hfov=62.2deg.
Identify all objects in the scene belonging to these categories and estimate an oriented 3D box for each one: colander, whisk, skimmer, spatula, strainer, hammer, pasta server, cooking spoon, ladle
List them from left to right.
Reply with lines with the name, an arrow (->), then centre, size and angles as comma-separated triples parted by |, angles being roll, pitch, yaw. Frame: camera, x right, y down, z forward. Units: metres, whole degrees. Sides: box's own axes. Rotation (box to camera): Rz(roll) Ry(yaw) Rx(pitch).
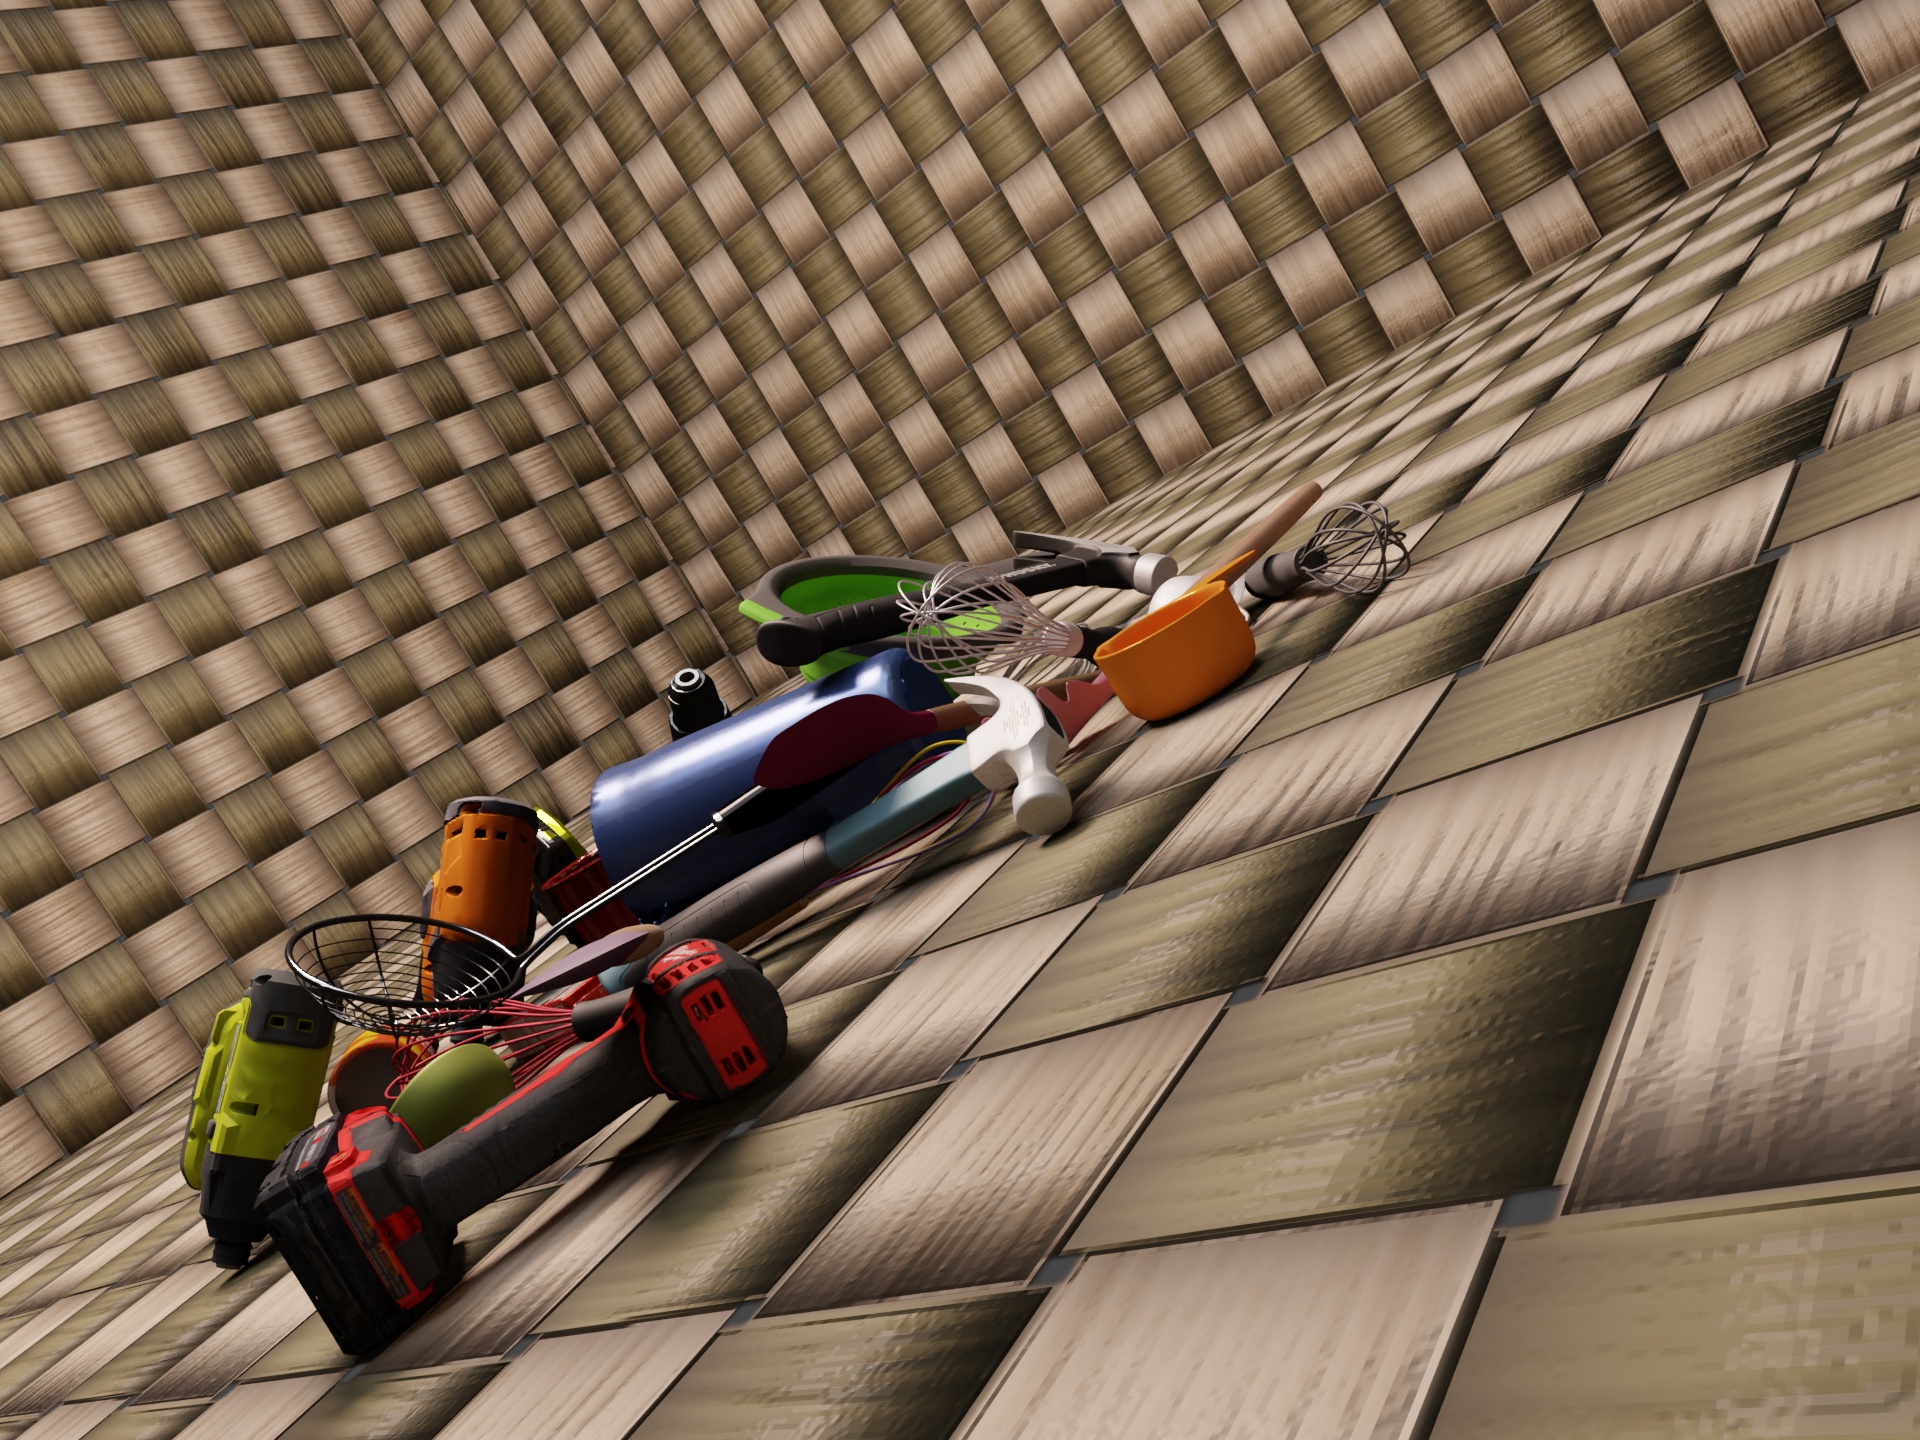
ladle -> -0.332, 0.239, 0.919 | 0.078, 0.062, 0.320 | -43, 10, -37
whisk -> -0.230, 0.178, 0.921 | 0.296, 0.073, 0.073 | -20, 12, 29
skimmer -> -0.206, 0.071, 0.933 | 0.363, 0.090, 0.127 | -32, 26, -13
spatula -> -0.165, 0.110, 0.761 | 0.060, 0.018, 0.316 | -25, -3, -6
hammer -> -0.081, 0.080, 0.898 | 0.331, 0.033, 0.128 | -31, 36, 22
whisk -> -0.082, 0.088, 0.955 | 0.245, 0.047, 0.051 | -34, 23, 10
hammer -> -0.005, -0.088, 1.140 | 0.334, 0.035, 0.146 | -18, 25, -40
colander -> -0.004, -0.072, 1.284 | 0.205, 0.094, 0.397 | 23, 27, 35
cooking spoon -> -0.002, -0.003, 0.994 | 0.319, 0.017, 0.068 | -14, -38, -46
whisk -> 0.016, 0.000, 1.184 | 0.246, 0.058, 0.059 | -38, -25, -28
whisk -> 0.050, -0.053, 0.993 | 0.070, 0.070, 0.284 | -27, -16, 27
strainer -> 0.139, -0.070, 1.161 | 0.087, 0.050, 0.258 | -48, 7, -13
pasta server -> 0.125, -0.063, 1.016 | 0.316, 0.040, 0.060 | -42, -19, -21
whisk -> 0.222, -0.097, 0.995 | 0.055, 0.055, 0.239 | -32, 3, -6

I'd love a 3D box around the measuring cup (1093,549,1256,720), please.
measuring cup -> 0.150, -0.054, 0.953 | 0.095, 0.052, 0.173 | -25, 8, 41

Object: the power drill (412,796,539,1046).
power drill -> -0.344, 0.159, 1.129 | 0.084, 0.164, 0.226 | 7, -20, -16

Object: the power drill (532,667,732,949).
power drill -> -0.279, 0.074, 1.391 | 0.080, 0.190, 0.228 | 33, 59, 33

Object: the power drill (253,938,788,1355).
power drill -> -0.184, 0.170, 0.704 | 0.219, 0.078, 0.143 | -30, 7, -14

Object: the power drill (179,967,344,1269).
power drill -> -0.450, 0.251, 1.020 | 0.080, 0.171, 0.223 | 15, -16, -23
